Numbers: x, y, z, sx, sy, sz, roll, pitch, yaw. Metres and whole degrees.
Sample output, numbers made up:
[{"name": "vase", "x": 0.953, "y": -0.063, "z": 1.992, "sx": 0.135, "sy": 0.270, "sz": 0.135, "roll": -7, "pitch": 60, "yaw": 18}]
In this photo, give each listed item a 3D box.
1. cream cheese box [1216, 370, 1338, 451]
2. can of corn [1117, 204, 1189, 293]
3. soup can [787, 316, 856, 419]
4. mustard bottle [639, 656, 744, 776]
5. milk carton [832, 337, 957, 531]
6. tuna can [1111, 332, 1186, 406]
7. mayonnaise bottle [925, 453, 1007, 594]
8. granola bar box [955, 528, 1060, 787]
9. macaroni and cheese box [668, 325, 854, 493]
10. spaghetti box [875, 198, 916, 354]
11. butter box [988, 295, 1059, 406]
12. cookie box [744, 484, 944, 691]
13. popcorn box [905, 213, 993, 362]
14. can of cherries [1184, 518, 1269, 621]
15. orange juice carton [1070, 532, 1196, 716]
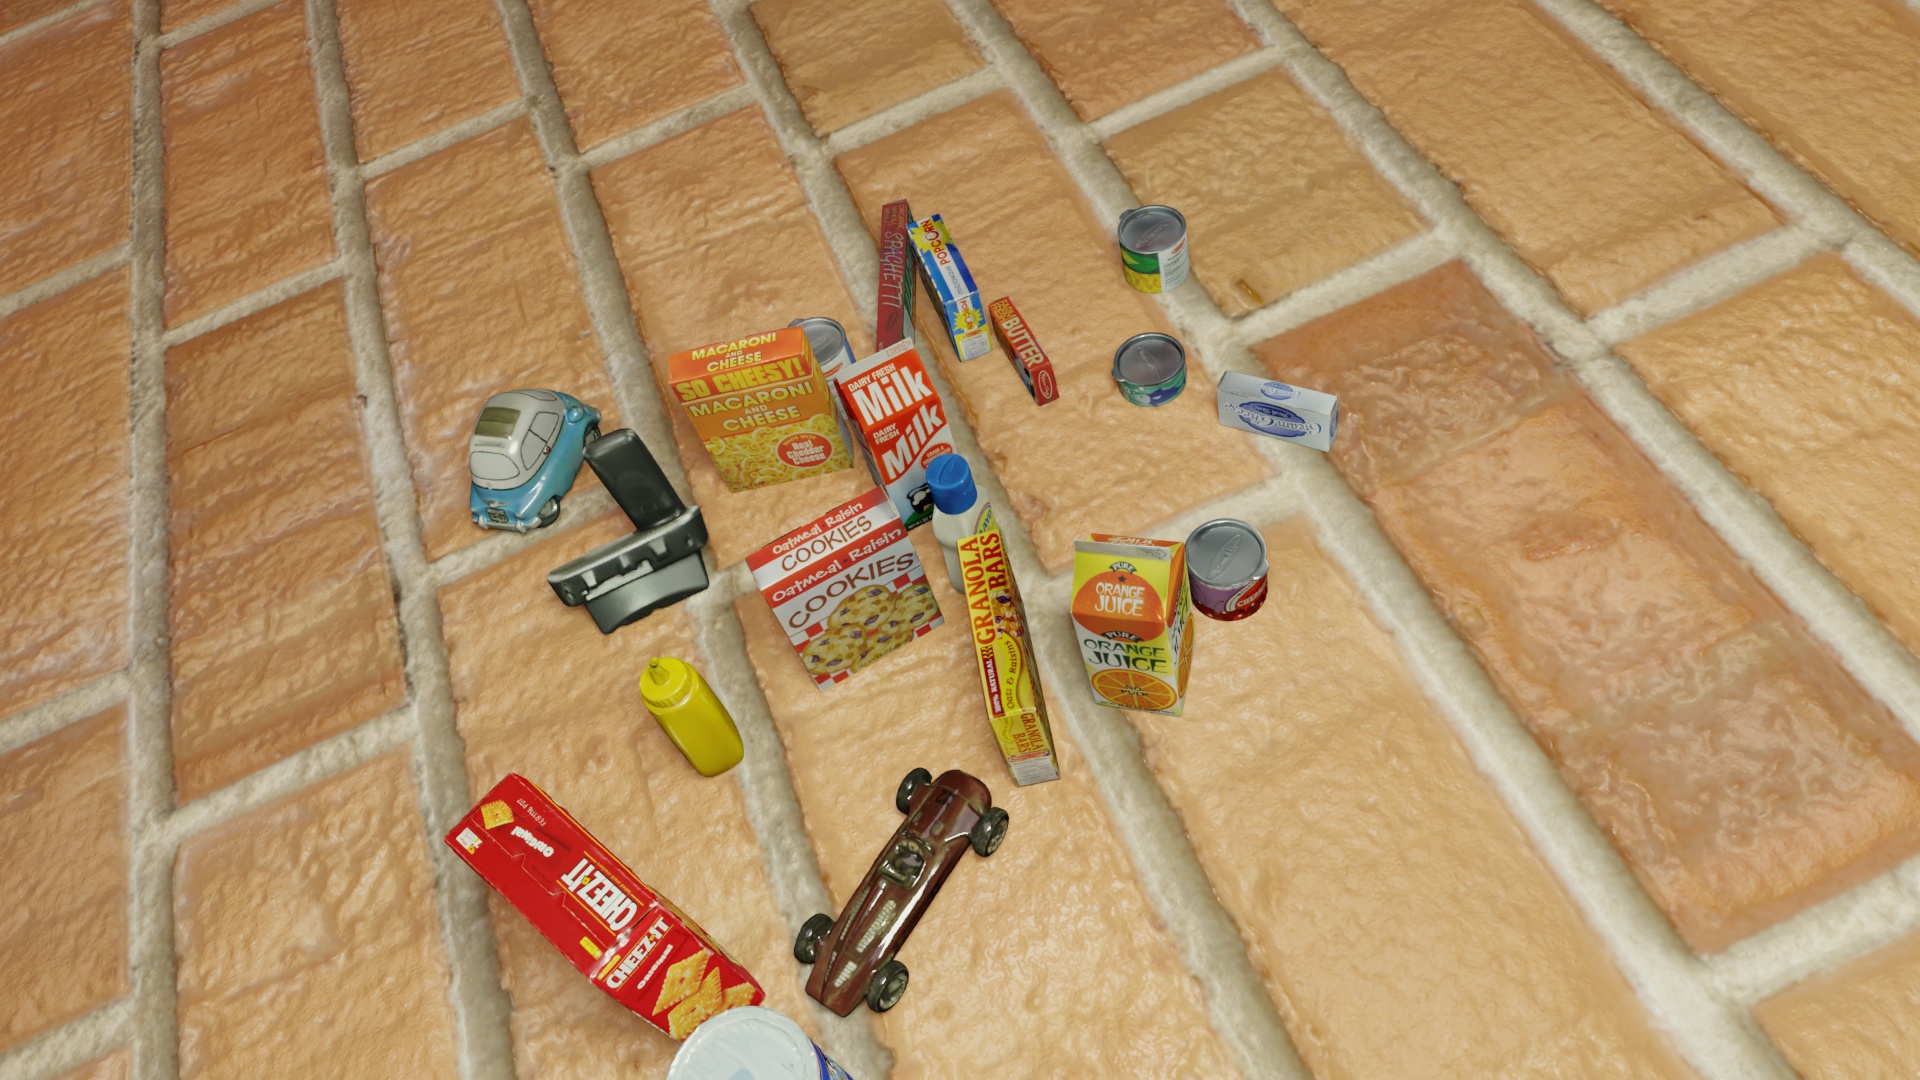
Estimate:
[{"name": "cream cheese box", "x": 0.279, "y": -0.114, "z": 1.223, "sx": 0.104, "sy": 0.053, "sz": 0.024, "roll": 17, "pitch": 62, "yaw": 24}, {"name": "can of corn", "x": 0.188, "y": -0.286, "z": 1.363, "sx": 0.071, "sy": 0.058, "sz": 0.071, "roll": -7, "pitch": 55, "yaw": 10}, {"name": "soup can", "x": -0.133, "y": -0.165, "z": 1.342, "sx": 0.071, "sy": 0.083, "sz": 0.072, "roll": -7, "pitch": 55, "yaw": 10}, {"name": "mustard bottle", "x": -0.220, "y": 0.132, "z": 1.108, "sx": 0.049, "sy": 0.159, "sz": 0.065, "roll": -31, "pitch": 54, "yaw": -8}, {"name": "milk carton", "x": -0.053, "y": -0.099, "z": 1.210, "sx": 0.072, "sy": 0.189, "sz": 0.074, "roll": -28, "pitch": 54, "yaw": -6}, {"name": "tuna can", "x": 0.175, "y": -0.158, "z": 1.292, "sx": 0.071, "sy": 0.032, "sz": 0.071, "roll": -7, "pitch": 55, "yaw": 9}, {"name": "mayonnaise bottle", "x": 0.004, "y": -0.015, "z": 1.163, "sx": 0.041, "sy": 0.147, "sz": 0.065, "roll": 13, "pitch": 60, "yaw": 22}, {"name": "granola bar box", "x": 0.037, "y": 0.094, "z": 1.094, "sx": 0.039, "sy": 0.123, "sz": 0.166, "roll": -14, "pitch": 54, "yaw": 5}, {"name": "macaroni and cheese box", "x": -0.179, "y": -0.117, "z": 1.268, "sx": 0.124, "sy": 0.165, "sz": 0.040, "roll": -12, "pitch": 54, "yaw": 6}, {"name": "spaghetti box", "x": -0.063, "y": -0.240, "z": 1.398, "sx": 0.029, "sy": 0.050, "sz": 0.251, "roll": -7, "pitch": 54, "yaw": 9}, {"name": "butter box", "x": 0.060, "y": -0.181, "z": 1.324, "sx": 0.024, "sy": 0.053, "sz": 0.104, "roll": -25, "pitch": 54, "yaw": -4}, {"name": "cookie box", "x": -0.091, "y": 0.041, "z": 1.135, "sx": 0.123, "sy": 0.166, "sz": 0.040, "roll": -29, "pitch": 54, "yaw": -7}, {"name": "popcorn box", "x": -0.011, "y": -0.249, "z": 1.370, "sx": 0.038, "sy": 0.085, "sz": 0.127, "roll": -22, "pitch": 54, "yaw": -1}, {"name": "can of cherries", "x": 0.220, "y": 0.026, "z": 1.137, "sx": 0.071, "sy": 0.058, "sz": 0.072, "roll": -7, "pitch": 55, "yaw": 10}, {"name": "orange juice carton", "x": 0.132, "y": 0.055, "z": 1.055, "sx": 0.072, "sy": 0.191, "sz": 0.073, "roll": 6, "pitch": 58, "yaw": 18}]
